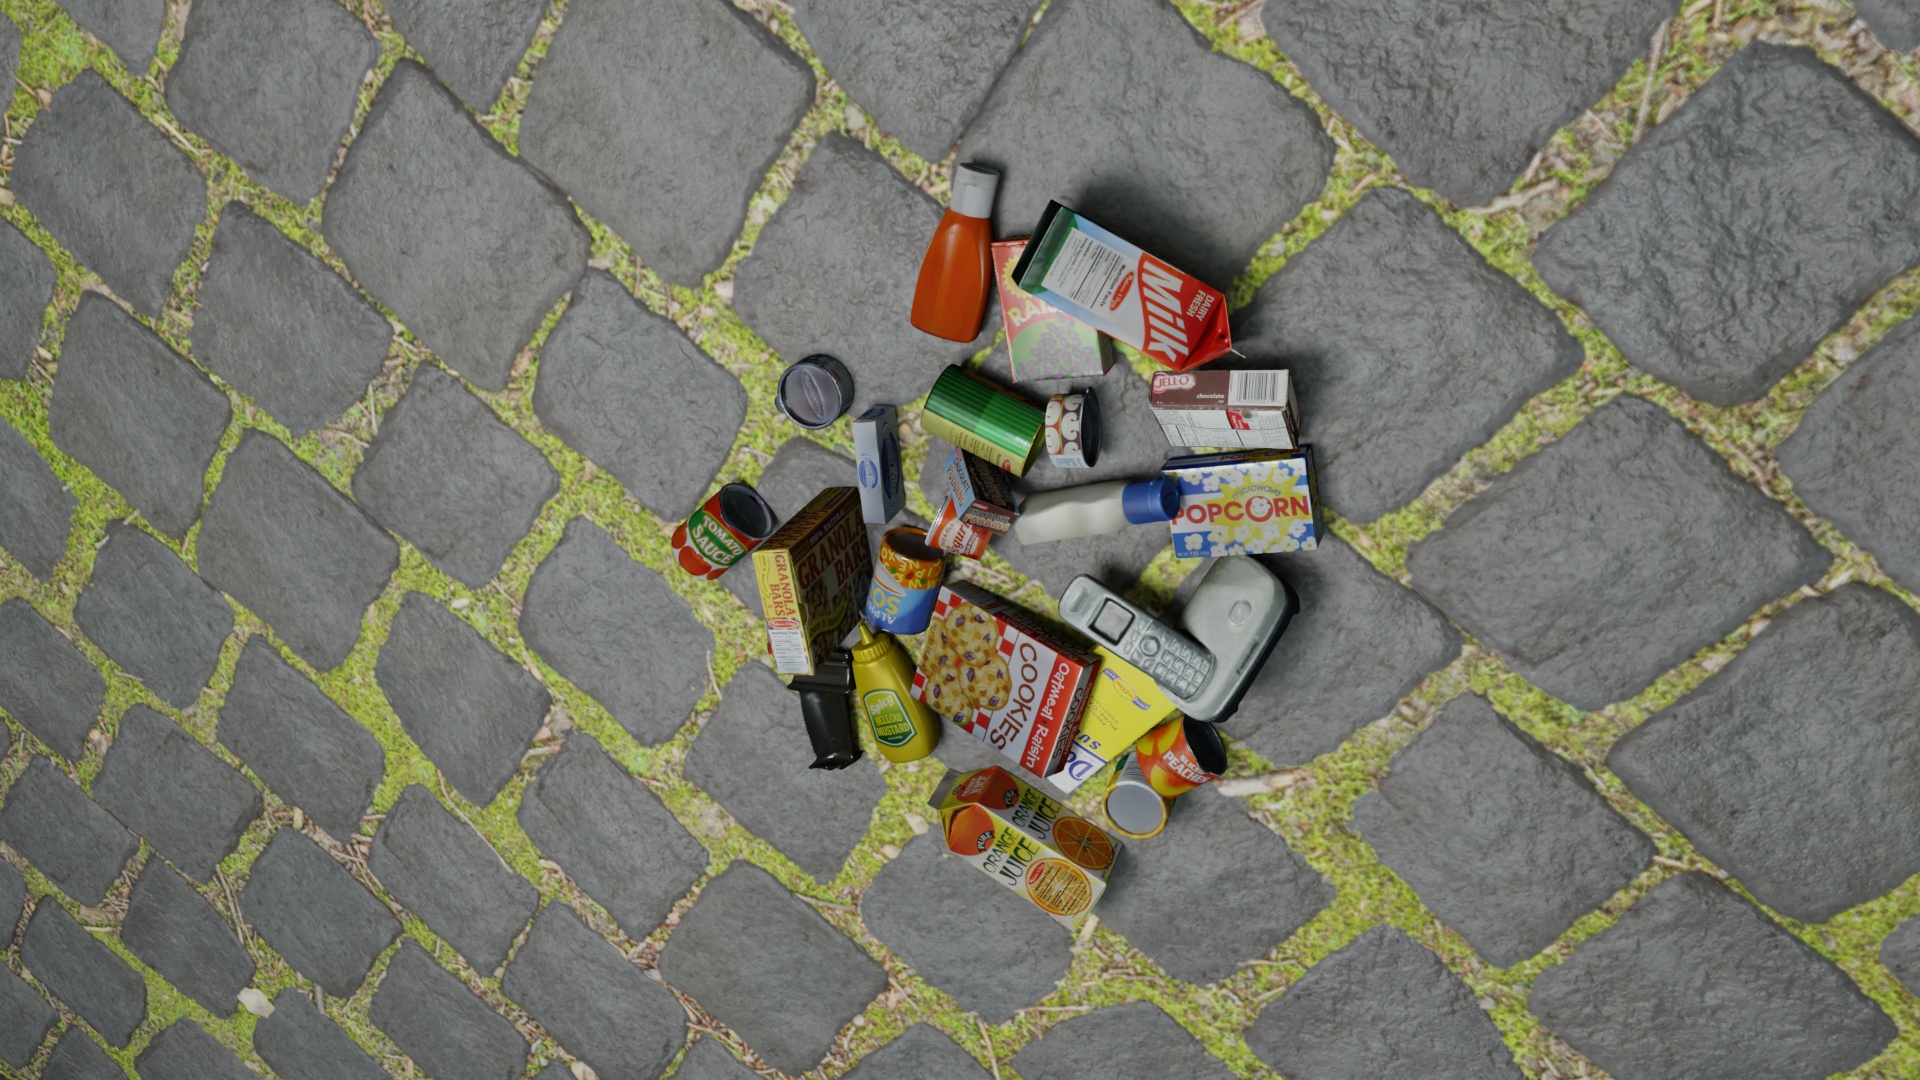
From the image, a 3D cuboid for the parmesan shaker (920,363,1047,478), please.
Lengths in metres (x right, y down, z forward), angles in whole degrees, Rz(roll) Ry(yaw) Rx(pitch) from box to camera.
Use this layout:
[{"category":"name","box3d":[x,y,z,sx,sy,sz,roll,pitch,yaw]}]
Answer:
[{"category":"parmesan shaker","box3d":[0.024,-0.109,1.237,0.103,0.071,0.071,27,119,9]}]

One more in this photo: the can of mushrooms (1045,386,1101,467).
[{"category":"can of mushrooms","box3d":[0.099,-0.099,1.216,0.033,0.071,0.070,0,112,22]}]

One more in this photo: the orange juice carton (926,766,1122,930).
[{"category":"orange juice carton","box3d":[0.058,0.297,1.396,0.193,0.072,0.072,31,119,6]}]

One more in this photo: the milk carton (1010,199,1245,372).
[{"category":"milk carton","box3d":[0.143,-0.197,1.124,0.190,0.072,0.073,26,104,-11]}]

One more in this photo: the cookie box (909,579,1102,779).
[{"category":"cookie box","box3d":[0.041,0.130,1.317,0.168,0.040,0.122,29,114,29]}]

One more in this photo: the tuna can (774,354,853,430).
[{"category":"tuna can","box3d":[-0.138,-0.139,1.308,0.071,0.033,0.070,8,114,18]}]

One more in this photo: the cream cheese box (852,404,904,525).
[{"category":"cream cheese box","box3d":[-0.076,-0.071,1.301,0.024,0.053,0.103,2,113,18]}]

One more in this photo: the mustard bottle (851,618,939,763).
[{"category":"mustard bottle","box3d":[-0.074,0.146,1.396,0.065,0.049,0.160,-16,105,25]}]

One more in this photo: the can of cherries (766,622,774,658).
[{"category":"can of cherries","box3d":[-0.163,0.084,1.396,0.071,0.072,0.058,10,116,17]}]

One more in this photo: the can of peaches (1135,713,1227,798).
[{"category":"can of peaches","box3d":[0.206,0.202,1.298,0.058,0.071,0.071,-34,97,30]}]

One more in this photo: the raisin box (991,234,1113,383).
[{"category":"raisin box","box3d":[0.080,-0.202,1.194,0.086,0.040,0.123,-1,111,23]}]

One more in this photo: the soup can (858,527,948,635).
[{"category":"soup can","box3d":[-0.054,0.039,1.330,0.071,0.072,0.083,21,117,12]}]

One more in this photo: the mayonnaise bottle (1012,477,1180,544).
[{"category":"mayonnaise bottle","box3d":[0.120,-0.027,1.222,0.148,0.065,0.041,-7,111,38]}]

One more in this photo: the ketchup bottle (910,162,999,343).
[{"category":"ketchup bottle","box3d":[0.000,-0.249,1.201,0.065,0.044,0.148,20,117,12]}]

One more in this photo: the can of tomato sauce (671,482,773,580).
[{"category":"can of tomato sauce","box3d":[-0.238,-0.007,1.382,0.082,0.071,0.071,-37,95,30]}]

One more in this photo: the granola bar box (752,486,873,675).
[{"category":"granola bar box","box3d":[-0.132,0.035,1.304,0.039,0.166,0.123,-2,111,19]}]

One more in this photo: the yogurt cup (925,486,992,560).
[{"category":"yogurt cup","box3d":[0.005,-0.016,1.289,0.054,0.073,0.072,25,119,1]}]

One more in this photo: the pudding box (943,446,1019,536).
[{"category":"pudding box","box3d":[0.019,-0.046,1.252,0.049,0.084,0.030,20,124,-27]}]

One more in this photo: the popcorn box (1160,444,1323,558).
[{"category":"popcorn box","box3d":[0.243,-0.033,1.202,0.126,0.038,0.085,-4,109,23]}]

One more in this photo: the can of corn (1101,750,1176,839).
[{"category":"can of corn","box3d":[0.174,0.247,1.337,0.071,0.058,0.071,8,114,18]}]
